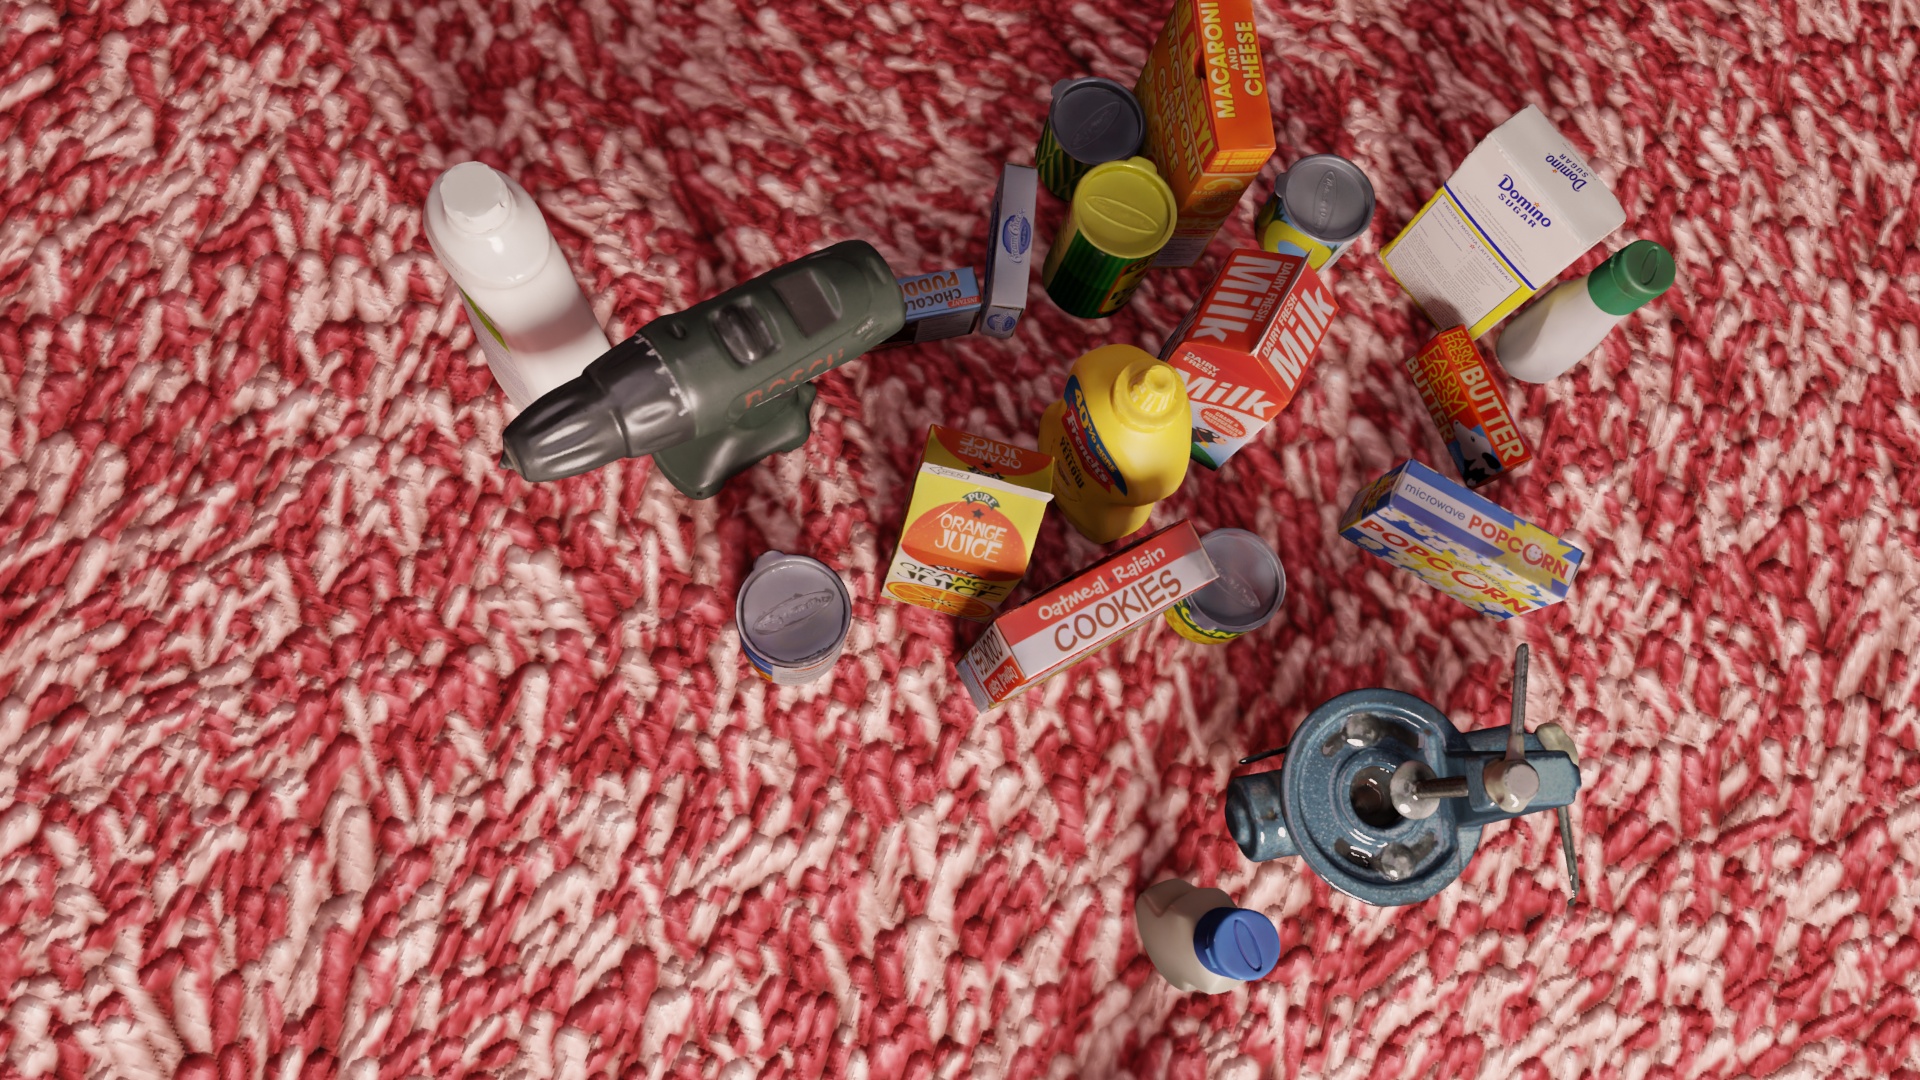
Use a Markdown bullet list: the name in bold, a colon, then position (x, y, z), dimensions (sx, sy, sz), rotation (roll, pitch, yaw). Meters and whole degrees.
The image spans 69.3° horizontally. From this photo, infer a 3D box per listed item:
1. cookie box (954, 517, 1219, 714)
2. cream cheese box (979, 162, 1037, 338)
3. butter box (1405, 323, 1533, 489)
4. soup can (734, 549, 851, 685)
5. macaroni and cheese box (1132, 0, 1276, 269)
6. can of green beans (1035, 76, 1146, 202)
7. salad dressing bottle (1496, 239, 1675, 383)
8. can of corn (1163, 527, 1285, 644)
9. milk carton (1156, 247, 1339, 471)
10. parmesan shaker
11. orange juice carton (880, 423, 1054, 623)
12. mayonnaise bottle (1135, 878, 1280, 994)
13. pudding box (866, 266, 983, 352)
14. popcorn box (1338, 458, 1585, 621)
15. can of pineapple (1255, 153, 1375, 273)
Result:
- **cookie box**: position (0.067, 0.047, 0.810), dimensions (0.123, 0.167, 0.040), rotation (-27, 82, -13)
- **cream cheese box**: position (0.032, -0.192, 0.924), dimensions (0.024, 0.053, 0.104), rotation (7, 75, -6)
- **butter box**: position (0.342, -0.090, 0.940), dimensions (0.024, 0.053, 0.103), rotation (-21, 80, -12)
- **soup can**: position (-0.101, 0.047, 0.831), dimensions (0.071, 0.083, 0.071), rotation (2, 76, -7)
- **macaroni and cheese box**: position (0.149, -0.266, 0.899), dimensions (0.040, 0.166, 0.124), rotation (-4, 77, -8)
- **can of green beans**: position (0.088, -0.272, 0.949), dimensions (0.071, 0.057, 0.071), rotation (2, 76, -7)
- **salad dressing bottle**: position (0.409, -0.150, 0.915), dimensions (0.044, 0.147, 0.064), rotation (26, 75, -1)
- **can of corn**: position (0.163, 0.032, 0.883), dimensions (0.071, 0.058, 0.071), rotation (2, 76, -7)
- **milk carton**: position (0.167, -0.113, 0.851), dimensions (0.073, 0.190, 0.072), rotation (30, 75, 0)
- **parmesan shaker**: position (0.097, -0.196, 0.908), dimensions (0.071, 0.103, 0.071), rotation (2, 76, -7)
- **orange juice carton**: position (0.003, -0.010, 0.802), dimensions (0.072, 0.192, 0.073), rotation (15, 75, -4)
- **mayonnaise bottle**: position (0.139, 0.225, 0.785), dimensions (0.041, 0.147, 0.065), rotation (-20, 80, -12)
- **pudding box**: position (-0.031, -0.150, 0.907), dimensions (0.084, 0.049, 0.030), rotation (-12, 78, -10)
- **popcorn box**: position (0.320, 0.001, 0.897), dimensions (0.127, 0.085, 0.038), rotation (29, 75, 0)
- **can of pineapple**: position (0.242, -0.225, 0.958), dimensions (0.071, 0.057, 0.071), rotation (2, 76, -7)
